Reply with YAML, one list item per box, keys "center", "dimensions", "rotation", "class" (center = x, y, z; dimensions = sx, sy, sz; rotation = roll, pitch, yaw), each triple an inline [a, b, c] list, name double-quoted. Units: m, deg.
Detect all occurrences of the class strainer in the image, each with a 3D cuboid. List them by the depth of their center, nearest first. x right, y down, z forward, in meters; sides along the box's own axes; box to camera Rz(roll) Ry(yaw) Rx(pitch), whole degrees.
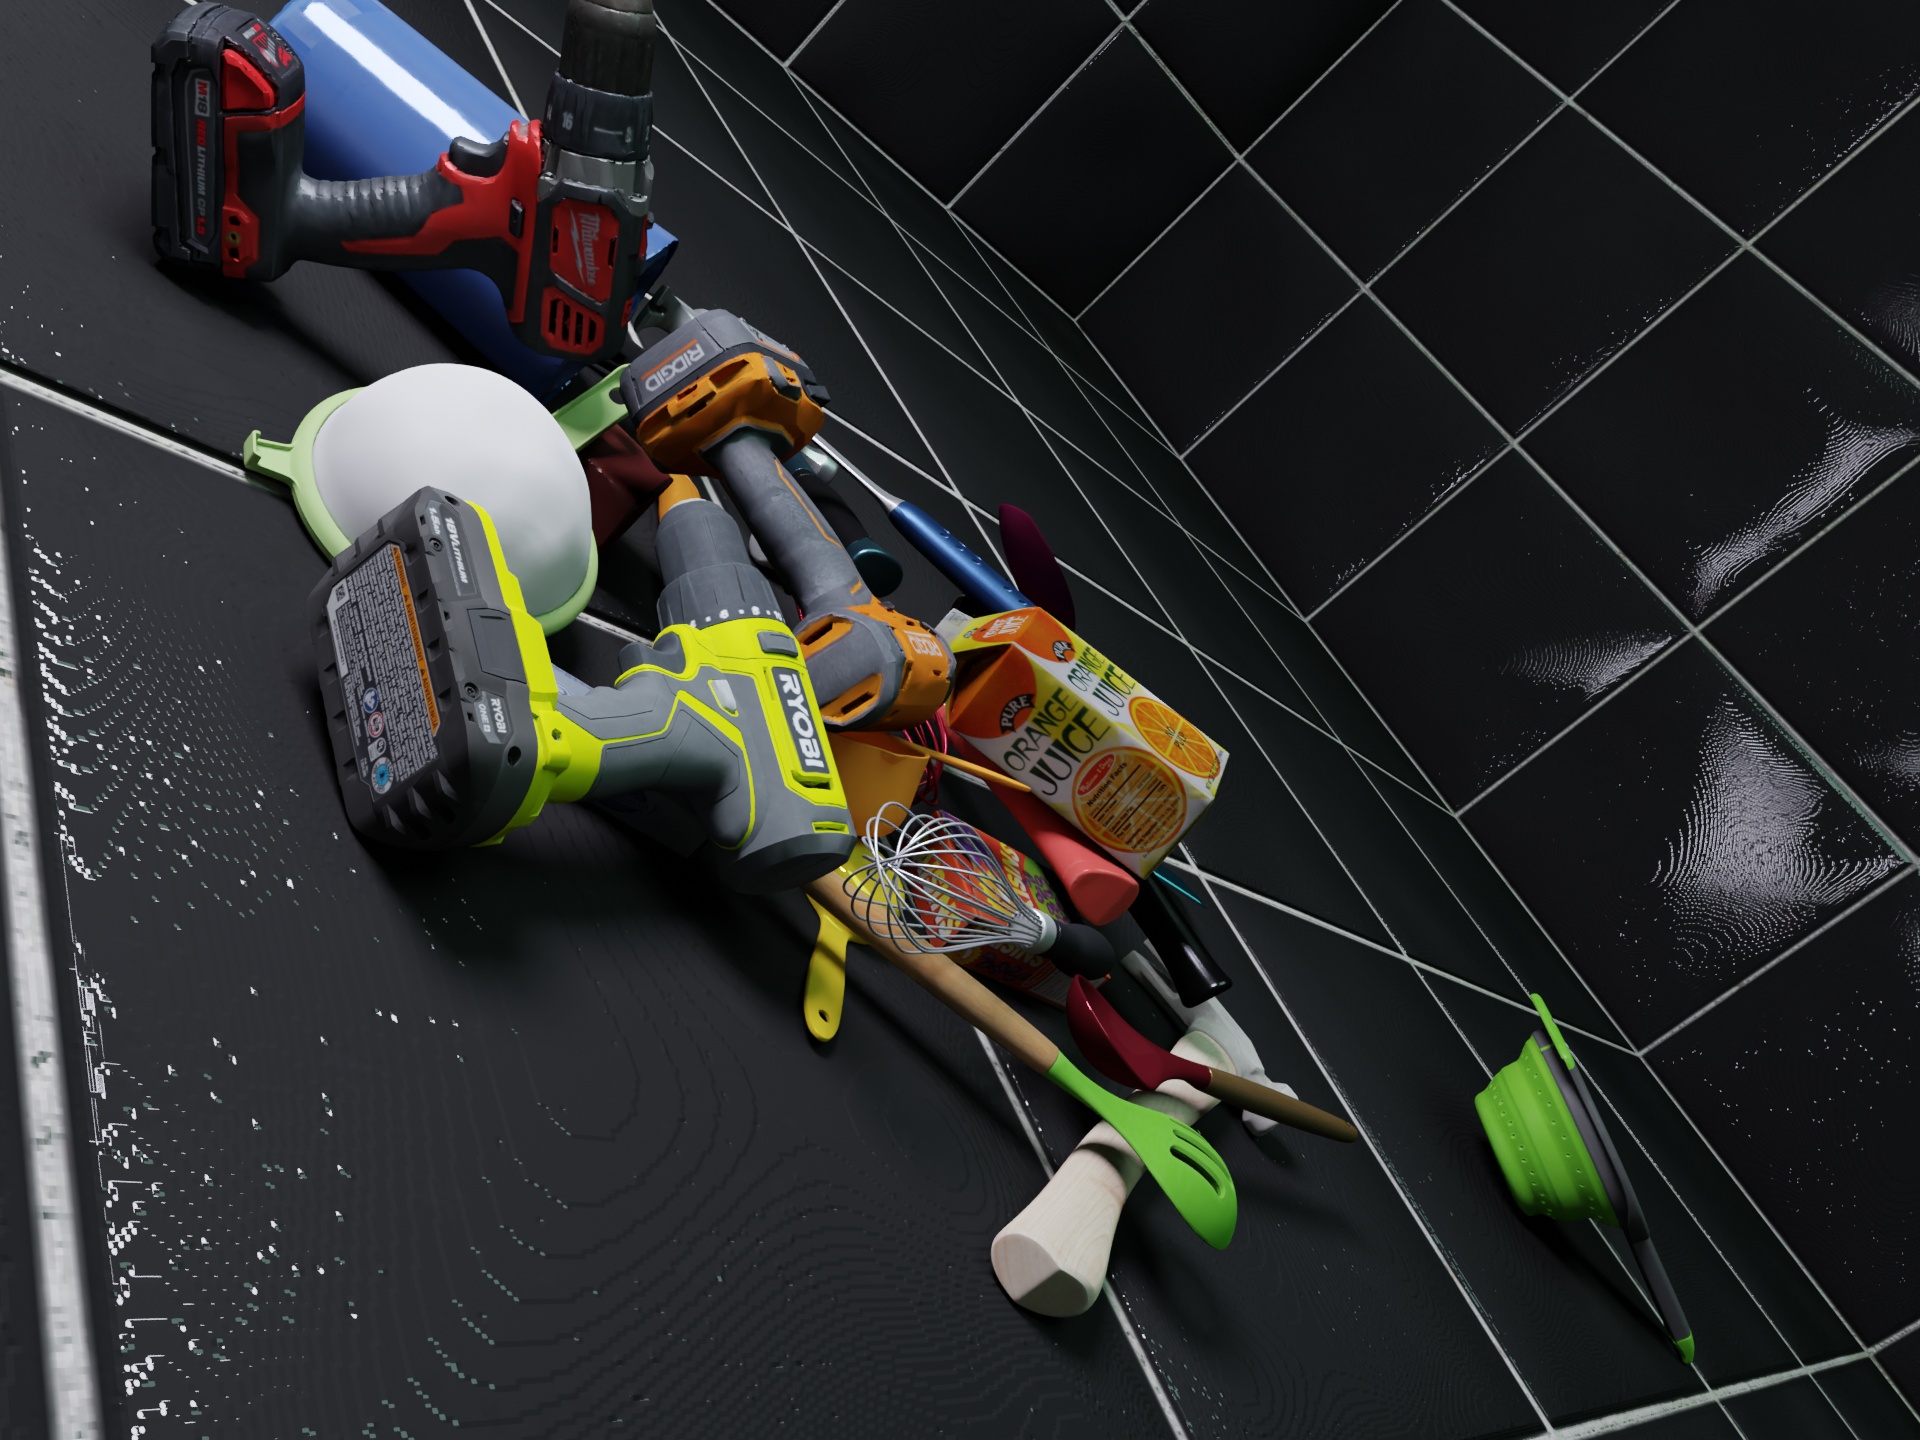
- center: [-0.206, -0.140, 0.776]
  dimensions: [0.151, 0.069, 0.256]
  rotation: [43, 36, -7]
  class: "strainer"

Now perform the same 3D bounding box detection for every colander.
- center: [0.554, 0.437, 1.426]
  dimensions: [0.396, 0.094, 0.205]
  rotation: [61, 13, -18]
  class: "colander"

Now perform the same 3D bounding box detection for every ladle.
- center: [0.155, 0.212, 0.930]
  dimensions: [0.315, 0.031, 0.069]
  rotation: [30, 24, -43]
  class: "ladle"

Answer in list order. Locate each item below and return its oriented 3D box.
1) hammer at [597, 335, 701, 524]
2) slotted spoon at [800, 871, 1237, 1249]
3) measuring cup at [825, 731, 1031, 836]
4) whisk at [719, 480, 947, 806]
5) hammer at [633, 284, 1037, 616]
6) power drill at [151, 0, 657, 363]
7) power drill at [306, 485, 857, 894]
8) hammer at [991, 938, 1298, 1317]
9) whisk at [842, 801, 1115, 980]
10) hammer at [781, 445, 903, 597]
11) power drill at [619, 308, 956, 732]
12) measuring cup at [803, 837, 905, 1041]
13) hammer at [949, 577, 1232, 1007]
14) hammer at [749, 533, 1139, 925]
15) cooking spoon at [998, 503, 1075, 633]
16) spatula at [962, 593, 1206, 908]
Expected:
- center: [-0.180, -0.139, 0.997]
  dimensions: [0.127, 0.034, 0.337]
  rotation: [35, 22, -37]
  class: "hammer"
- center: [0.024, 0.154, 0.783]
  dimensions: [0.313, 0.031, 0.070]
  rotation: [39, 18, -8]
  class: "slotted spoon"
- center: [-0.034, 0.038, 0.873]
  dimensions: [0.173, 0.052, 0.095]
  rotation: [18, 5, -37]
  class: "measuring cup"
- center: [-0.089, -0.069, 0.977]
  dimensions: [0.296, 0.073, 0.073]
  rotation: [59, 21, 20]
  class: "whisk"
- center: [-0.051, -0.142, 1.030]
  dimensions: [0.405, 0.035, 0.144]
  rotation: [42, 8, 6]
  class: "hammer"
- center: [-0.260, -0.283, 0.771]
  dimensions: [0.226, 0.187, 0.080]
  rotation: [8, 30, -14]
  class: "power drill"
- center: [-0.150, -0.023, 0.678]
  dimensions: [0.228, 0.080, 0.191]
  rotation: [8, 58, -54]
  class: "power drill"
- center: [0.096, 0.219, 0.887]
  dimensions: [0.146, 0.038, 0.410]
  rotation: [50, 18, 12]
  class: "hammer"
- center: [0.024, 0.101, 0.800]
  dimensions: [0.070, 0.070, 0.284]
  rotation: [58, 12, 28]
  class: "whisk"
- center: [-0.104, -0.162, 1.126]
  dimensions: [0.128, 0.033, 0.331]
  rotation: [34, 11, -31]
  class: "hammer"
- center: [-0.079, -0.095, 0.857]
  dimensions: [0.226, 0.084, 0.164]
  rotation: [61, 13, 9]
  class: "power drill"
- center: [-0.055, 0.105, 0.784]
  dimensions: [0.062, 0.029, 0.157]
  rotation: [43, 17, -15]
  class: "measuring cup"
- center: [0.079, 0.049, 1.059]
  dimensions: [0.335, 0.035, 0.146]
  rotation: [57, -17, 31]
  class: "hammer"
- center: [-0.002, -0.003, 1.048]
  dimensions: [0.359, 0.036, 0.149]
  rotation: [49, 17, 31]
  class: "hammer"
- center: [0.078, -0.009, 1.108]
  dimensions: [0.069, 0.017, 0.318]
  rotation: [32, -32, 52]
  class: "cooking spoon"
- center: [0.085, 0.014, 1.199]
  dimensions: [0.317, 0.044, 0.082]
  rotation: [59, 0, -12]
  class: "spatula"
